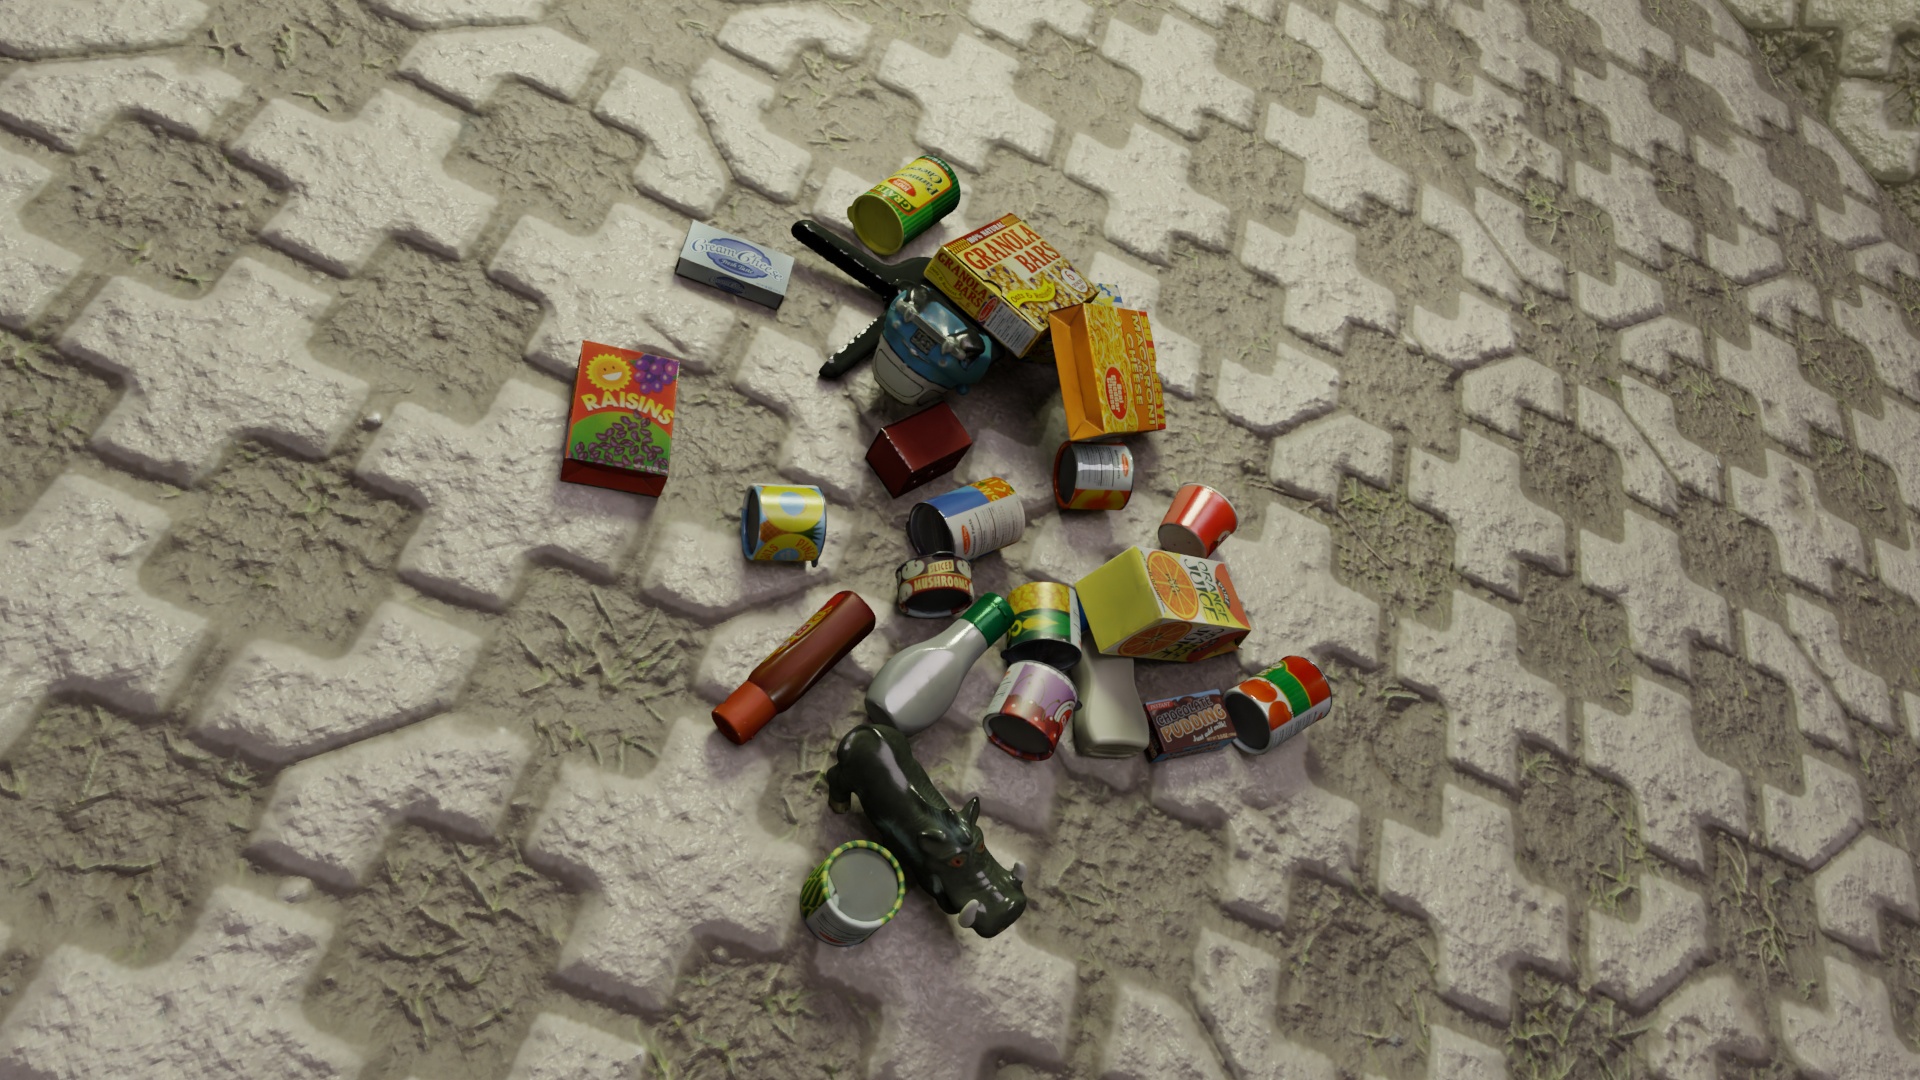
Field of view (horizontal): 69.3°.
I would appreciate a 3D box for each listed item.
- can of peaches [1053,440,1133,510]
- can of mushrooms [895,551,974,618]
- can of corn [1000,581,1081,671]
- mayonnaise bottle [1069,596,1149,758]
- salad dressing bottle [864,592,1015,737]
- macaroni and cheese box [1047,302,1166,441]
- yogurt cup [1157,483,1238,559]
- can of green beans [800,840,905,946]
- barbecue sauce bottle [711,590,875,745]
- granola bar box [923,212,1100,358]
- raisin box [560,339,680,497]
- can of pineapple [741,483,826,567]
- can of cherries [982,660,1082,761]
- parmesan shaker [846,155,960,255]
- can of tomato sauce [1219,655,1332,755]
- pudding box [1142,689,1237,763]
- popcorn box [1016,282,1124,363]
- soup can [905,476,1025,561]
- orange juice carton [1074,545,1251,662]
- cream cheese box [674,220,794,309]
[{"bbox_3d":[0.126,-0.061,1.330,0.058,0.071,0.071,1,61,-18],"label":"can of peaches"},{"bbox_3d":[-0.022,0.039,1.199,0.071,0.070,0.033,5,61,-22],"label":"can of mushrooms"},{"bbox_3d":[0.070,0.077,1.223,0.071,0.070,0.058,12,56,-18],"label":"can of corn"},{"bbox_3d":[0.127,0.119,1.239,0.065,0.041,0.149,8,57,-23],"label":"mayonnaise bottle"},{"bbox_3d":[-0.014,0.102,1.165,0.148,0.044,0.064,-41,96,-26],"label":"salad dressing bottle"},{"bbox_3d":[0.146,-0.161,1.342,0.167,0.040,0.123,-12,92,-61],"label":"macaroni and cheese box"},{"bbox_3d":[0.228,-0.014,1.351,0.072,0.072,0.054,40,61,2],"label":"yogurt cup"},{"bbox_3d":[-0.081,0.265,1.044,0.071,0.057,0.071,12,57,-18],"label":"can of green beans"},{"bbox_3d":[-0.134,0.103,1.118,0.043,0.064,0.149,48,62,-2],"label":"barbecue sauce bottle"},{"bbox_3d":[0.054,-0.251,1.348,0.124,0.039,0.166,42,34,4],"label":"granola bar box"},{"bbox_3d":[-0.289,-0.105,1.184,0.086,0.040,0.124,10,57,-18],"label":"raisin box"},{"bbox_3d":[-0.150,-0.014,1.176,0.058,0.070,0.071,1,61,-23],"label":"can of pineapple"},{"bbox_3d":[0.061,0.145,1.175,0.071,0.071,0.059,33,53,-3],"label":"can of cherries"},{"bbox_3d":[-0.057,-0.345,1.419,0.071,0.071,0.103,42,53,4],"label":"parmesan shaker"},{"bbox_3d":[0.287,0.150,1.277,0.083,0.071,0.071,-23,73,-32],"label":"can of tomato sauce"},{"bbox_3d":[0.202,0.166,1.250,0.084,0.030,0.050,-6,63,-27],"label":"pudding box"},{"bbox_3d":[0.112,-0.227,1.441,0.127,0.038,0.085,0,62,-24],"label":"popcorn box"},{"bbox_3d":[0.004,-0.016,1.249,0.084,0.071,0.071,-21,72,-34],"label":"soup can"},{"bbox_3d":[0.197,0.062,1.262,0.193,0.072,0.072,10,53,-48],"label":"orange juice carton"},{"bbox_3d":[-0.214,-0.263,1.323,0.104,0.024,0.053,18,54,-14],"label":"cream cheese box"}]
